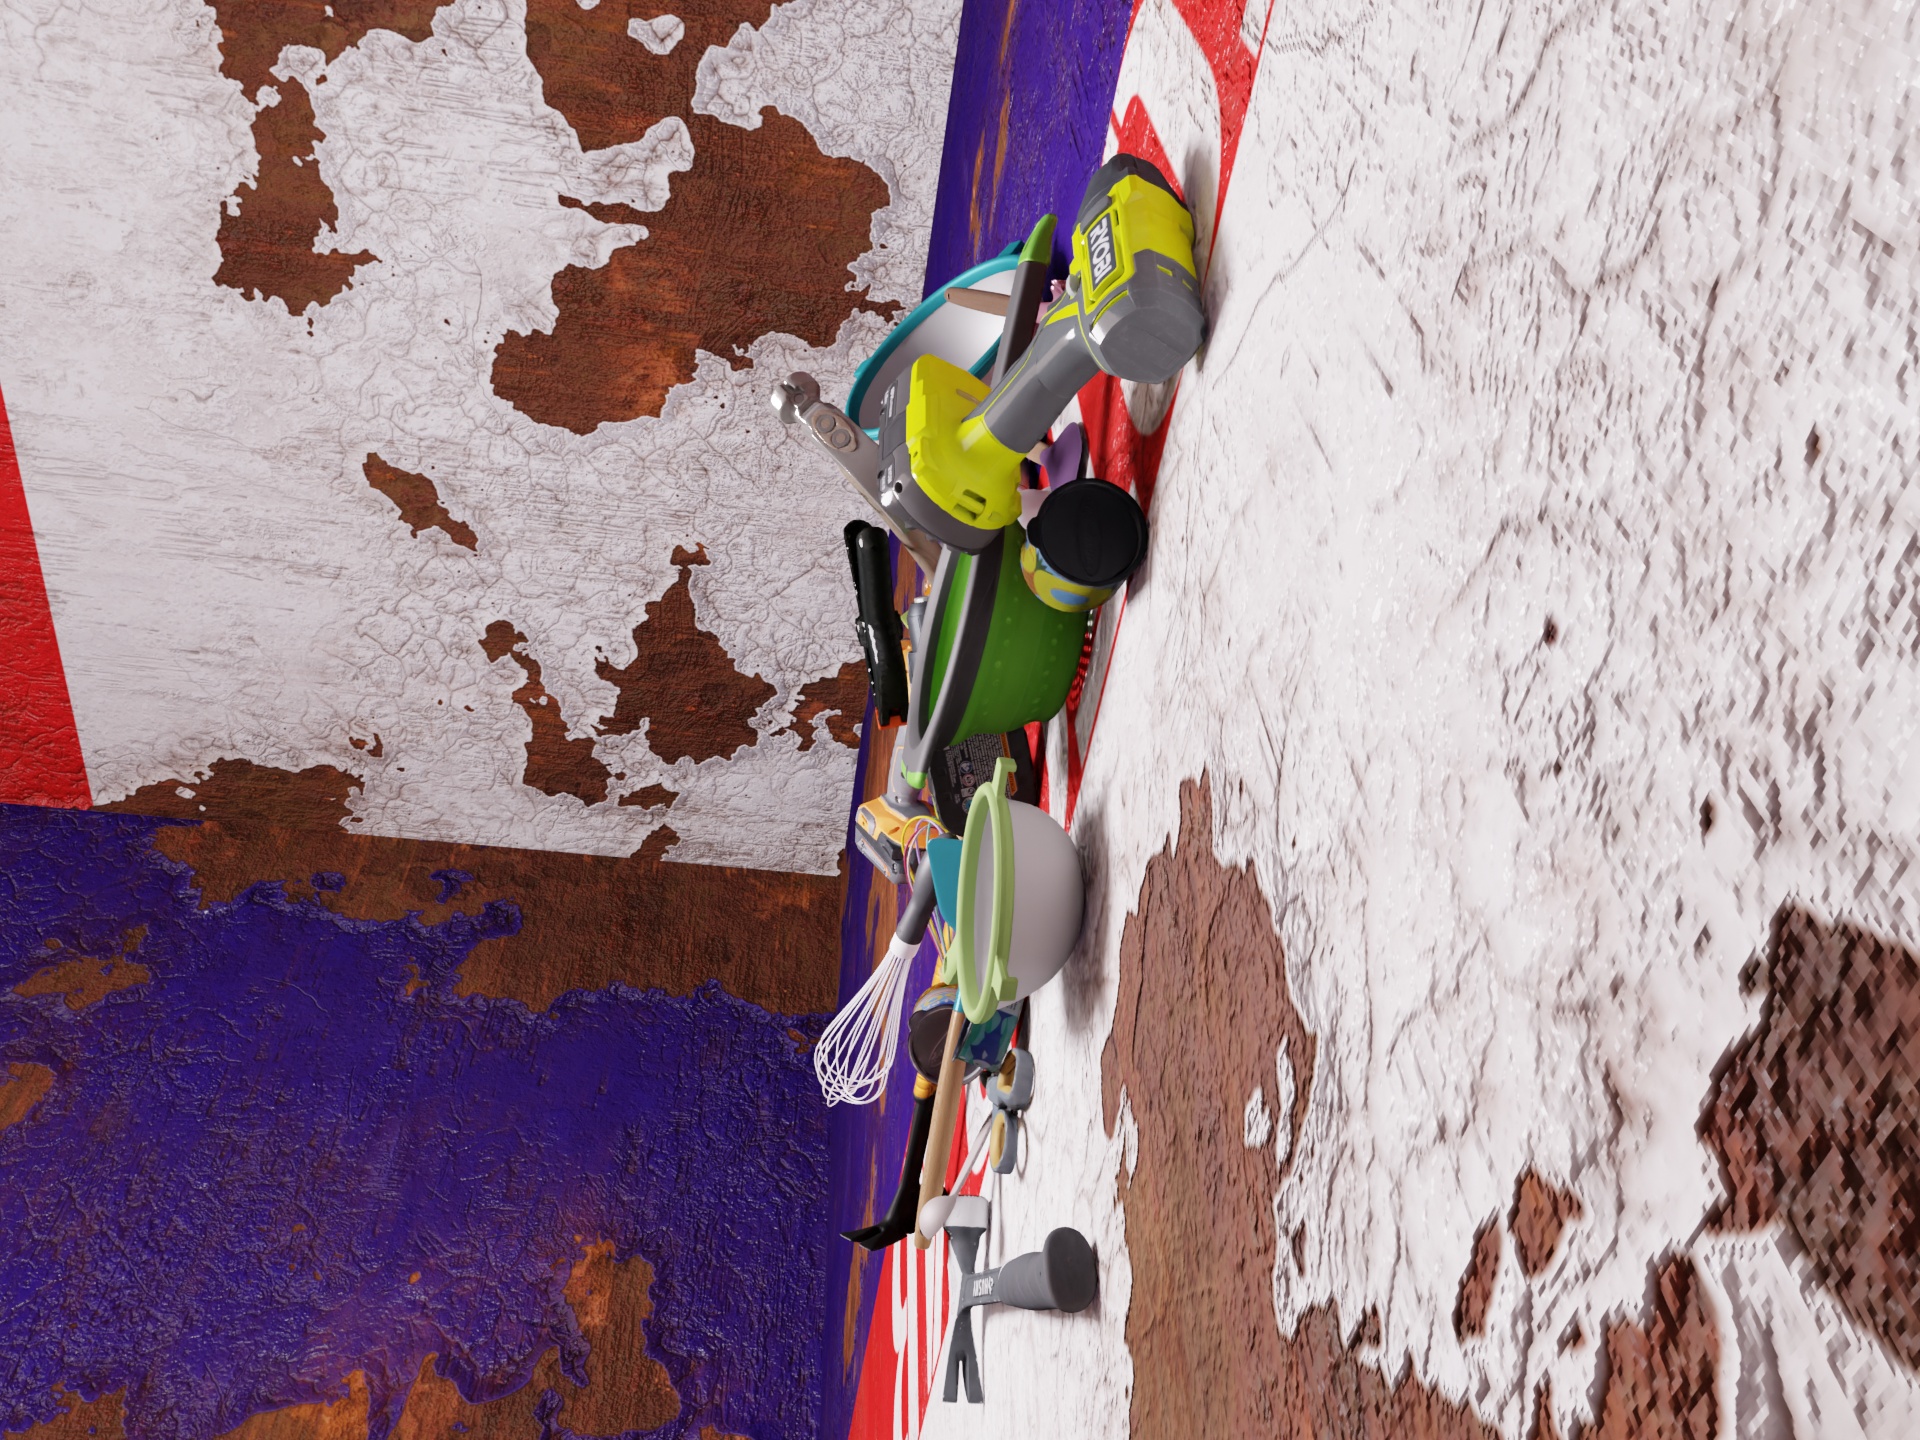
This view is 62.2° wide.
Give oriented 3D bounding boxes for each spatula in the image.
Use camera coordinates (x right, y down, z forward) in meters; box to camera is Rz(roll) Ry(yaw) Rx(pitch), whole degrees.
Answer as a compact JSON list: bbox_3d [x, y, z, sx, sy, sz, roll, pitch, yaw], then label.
[{"bbox_3d":[-0.007,0.249,1.217,0.044,0.082,0.317,12,-93,-78],"label":"spatula"},{"bbox_3d":[0.067,-0.218,1.287,0.316,0.018,0.059,-115,35,-75],"label":"spatula"}]

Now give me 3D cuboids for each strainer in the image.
[{"bbox_3d":[0.045,-0.184,1.322,0.087,0.050,0.259,-49,14,21],"label":"strainer"},{"bbox_3d":[0.034,0.136,1.050,0.256,0.069,0.152,109,163,-66],"label":"strainer"},{"bbox_3d":[0.012,-0.254,1.320,0.211,0.095,0.341,-34,33,20],"label":"strainer"}]

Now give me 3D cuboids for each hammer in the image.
[{"bbox_3d":[0.029,0.373,1.039,0.408,0.036,0.149,113,161,-68],"label":"hammer"},{"bbox_3d":[-0.028,0.300,1.401,0.127,0.034,0.337,-5,-71,-57],"label":"hammer"},{"bbox_3d":[-0.035,-0.149,1.298,0.038,0.146,0.410,-45,-18,1],"label":"hammer"}]

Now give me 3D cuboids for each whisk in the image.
[{"bbox_3d":[-0.013,0.188,1.333,0.051,0.047,0.244,-91,-6,-68],"label":"whisk"},{"bbox_3d":[-0.056,0.207,1.298,0.070,0.070,0.284,-96,26,-61],"label":"whisk"}]

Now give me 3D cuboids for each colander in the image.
[{"bbox_3d":[0.049,-0.140,1.091,0.204,0.094,0.397,-148,71,-81],"label":"colander"}]

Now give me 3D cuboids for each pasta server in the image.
[{"bbox_3d":[0.040,-0.318,1.228,0.316,0.040,0.060,-138,44,-62],"label":"pasta server"}]

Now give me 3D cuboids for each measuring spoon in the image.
[{"bbox_3d":[-0.002,0.336,1.198,0.034,0.018,0.124,-54,1,45],"label":"measuring spoon"}]

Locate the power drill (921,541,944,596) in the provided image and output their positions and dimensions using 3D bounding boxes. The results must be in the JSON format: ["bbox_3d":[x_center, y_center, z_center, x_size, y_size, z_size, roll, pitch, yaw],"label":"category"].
[{"bbox_3d":[-0.006,-0.222,1.669,0.164,0.084,0.226,138,134,-81],"label":"power drill"}]

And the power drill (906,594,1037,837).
[{"bbox_3d":[-0.002,-0.004,1.294,0.228,0.080,0.190,-130,28,-81],"label":"power drill"}]

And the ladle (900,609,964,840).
[{"bbox_3d":[-0.013,0.053,1.439,0.078,0.062,0.320,11,-105,-79],"label":"ladle"}]

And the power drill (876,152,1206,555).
[{"bbox_3d":[0.047,-0.215,0.924,0.223,0.080,0.171,-41,36,37],"label":"power drill"}]

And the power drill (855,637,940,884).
[{"bbox_3d":[-0.033,0.048,1.580,0.185,0.084,0.226,36,123,56],"label":"power drill"}]
